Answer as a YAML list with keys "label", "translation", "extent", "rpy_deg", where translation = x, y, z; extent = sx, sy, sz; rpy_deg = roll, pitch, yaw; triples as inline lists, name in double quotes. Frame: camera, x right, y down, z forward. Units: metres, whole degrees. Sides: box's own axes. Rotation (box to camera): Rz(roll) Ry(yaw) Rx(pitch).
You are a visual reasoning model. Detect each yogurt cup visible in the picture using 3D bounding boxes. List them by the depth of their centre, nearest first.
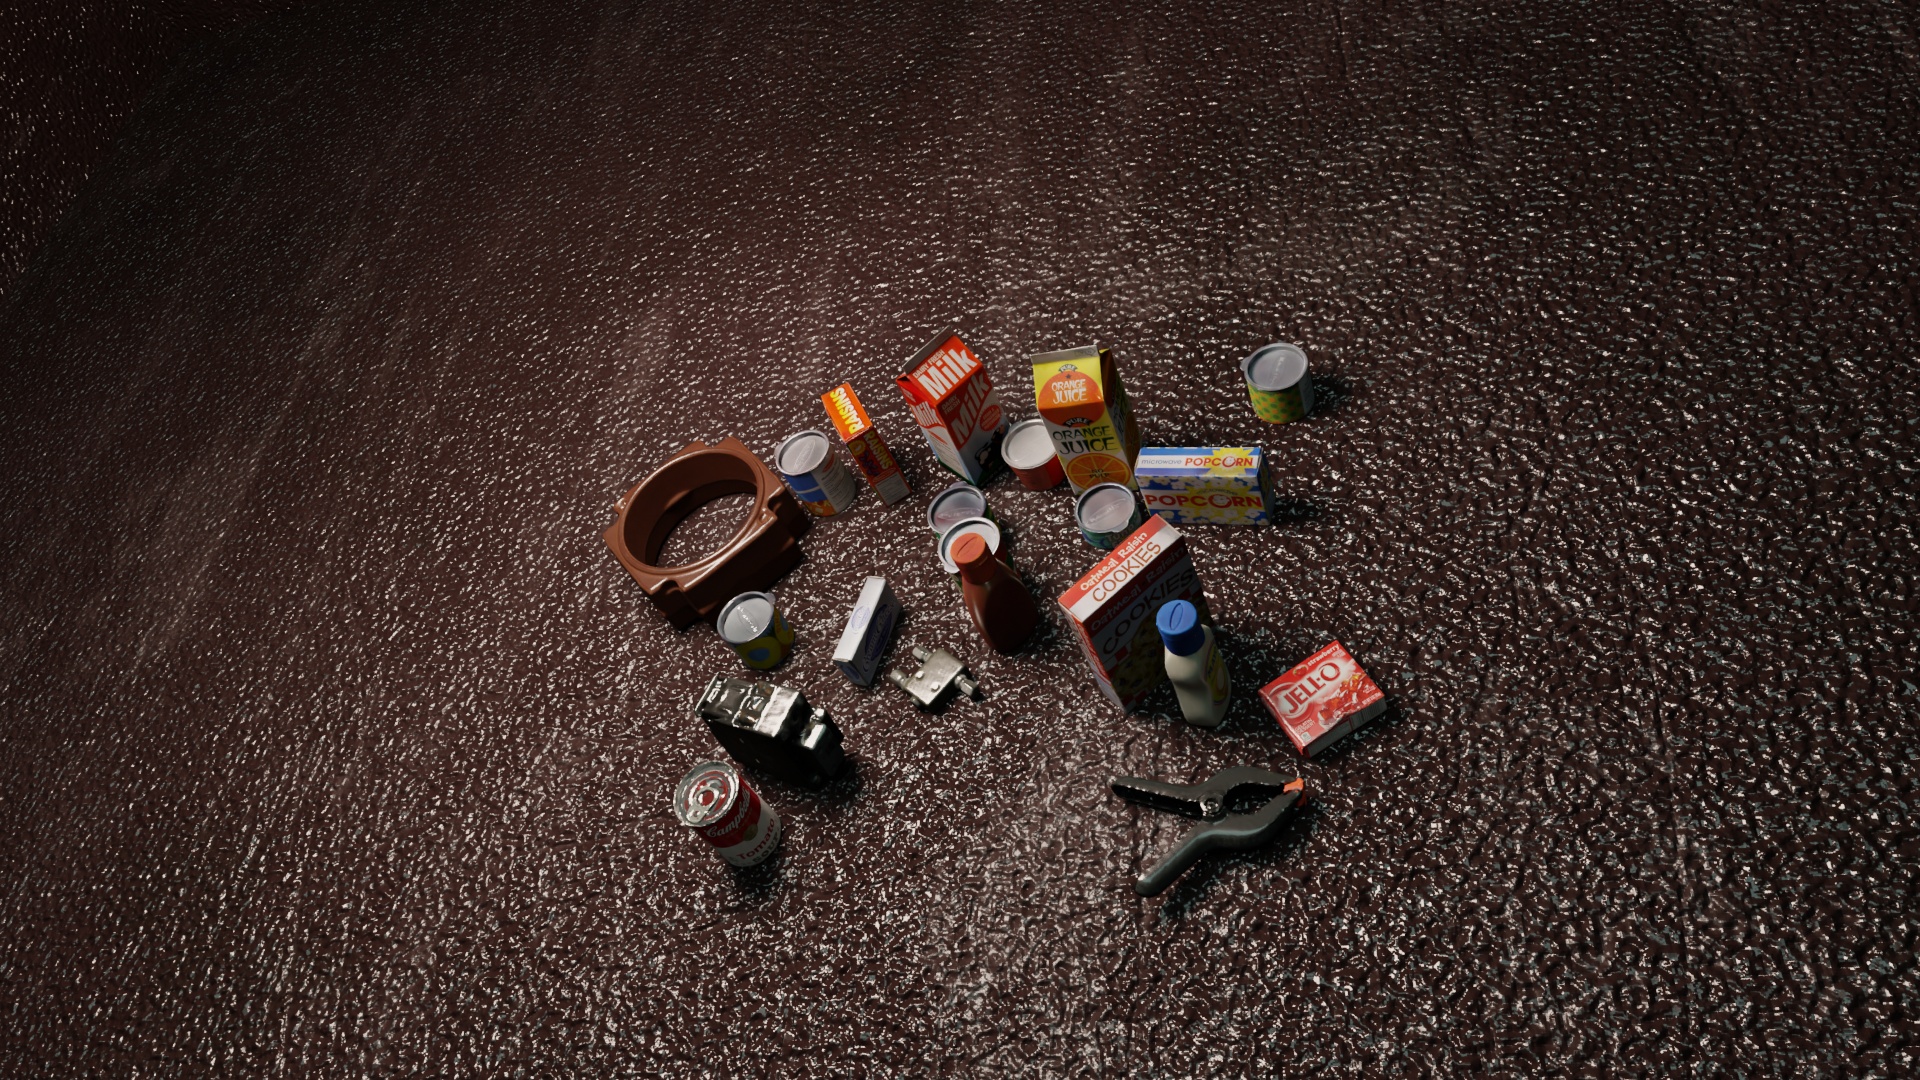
- label: "yogurt cup"
  translation: [0.085, -0.091, 1.525]
  extent: [0.072, 0.053, 0.073]
  rpy_deg: [-12, 51, 15]

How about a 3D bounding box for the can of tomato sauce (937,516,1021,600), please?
- label: "can of tomato sauce"
  translation: [0.021, 0.028, 1.441]
  extent: [0.071, 0.082, 0.071]
  rpy_deg: [-12, 51, 15]

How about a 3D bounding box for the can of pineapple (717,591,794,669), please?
- label: "can of pineapple"
  translation: [-0.219, 0.097, 1.506]
  extent: [0.071, 0.057, 0.071]
  rpy_deg: [-12, 51, 15]

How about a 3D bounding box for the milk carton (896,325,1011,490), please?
- label: "milk carton"
  translation: [-0.006, -0.148, 1.518]
  extent: [0.072, 0.189, 0.073]
  rpy_deg: [-44, 50, -12]

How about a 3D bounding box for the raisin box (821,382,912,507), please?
- label: "raisin box"
  translation: [-0.106, -0.108, 1.573]
  extent: [0.040, 0.123, 0.086]
  rpy_deg: [-30, 48, 0]

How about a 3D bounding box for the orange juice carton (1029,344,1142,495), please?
- label: "orange juice carton"
  translation: [0.132, -0.133, 1.446]
  extent: [0.072, 0.192, 0.073]
  rpy_deg: [-5, 53, 20]

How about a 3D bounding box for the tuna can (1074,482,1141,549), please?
- label: "tuna can"
  translation: [0.156, -0.024, 1.457]
  extent: [0.071, 0.032, 0.071]
  rpy_deg: [-12, 51, 15]

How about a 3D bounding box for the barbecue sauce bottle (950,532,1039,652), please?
- label: "barbecue sauce bottle"
  translation: [0.031, 0.049, 1.376]
  extent: [0.065, 0.148, 0.044]
  rpy_deg: [-45, 50, -13]

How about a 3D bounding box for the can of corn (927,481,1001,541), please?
- label: "can of corn"
  translation: [0.005, -0.019, 1.500]
  extent: [0.071, 0.058, 0.071]
  rpy_deg: [-12, 51, 15]

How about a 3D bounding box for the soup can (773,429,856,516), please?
- label: "soup can"
  translation: [-0.168, -0.077, 1.602]
  extent: [0.071, 0.083, 0.072]
  rpy_deg: [-12, 51, 15]

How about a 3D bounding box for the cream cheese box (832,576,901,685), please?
- label: "cream cheese box"
  translation: [-0.096, 0.095, 1.458]
  extent: [0.024, 0.053, 0.104]
  rpy_deg: [6, 57, 27]

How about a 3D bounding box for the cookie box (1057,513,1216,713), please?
- label: "cookie box"
  translation: [0.166, 0.070, 1.290]
  extent: [0.123, 0.166, 0.040]
  rpy_deg: [-41, 49, -10]

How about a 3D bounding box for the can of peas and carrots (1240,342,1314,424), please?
- label: "can of peas and carrots"
  translation: [0.336, -0.166, 1.473]
  extent: [0.071, 0.058, 0.071]
  rpy_deg: [-12, 51, 15]

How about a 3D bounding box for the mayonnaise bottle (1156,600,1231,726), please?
- label: "mayonnaise bottle"
  translation: [0.210, 0.108, 1.254]
  extent: [0.041, 0.147, 0.065]
  rpy_deg: [4, 57, 26]

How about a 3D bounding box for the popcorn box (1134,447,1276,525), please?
- label: "popcorn box"
  translation: [0.248, -0.055, 1.407]
  extent: [0.126, 0.085, 0.038]
  rpy_deg: [2, 55, 24]
